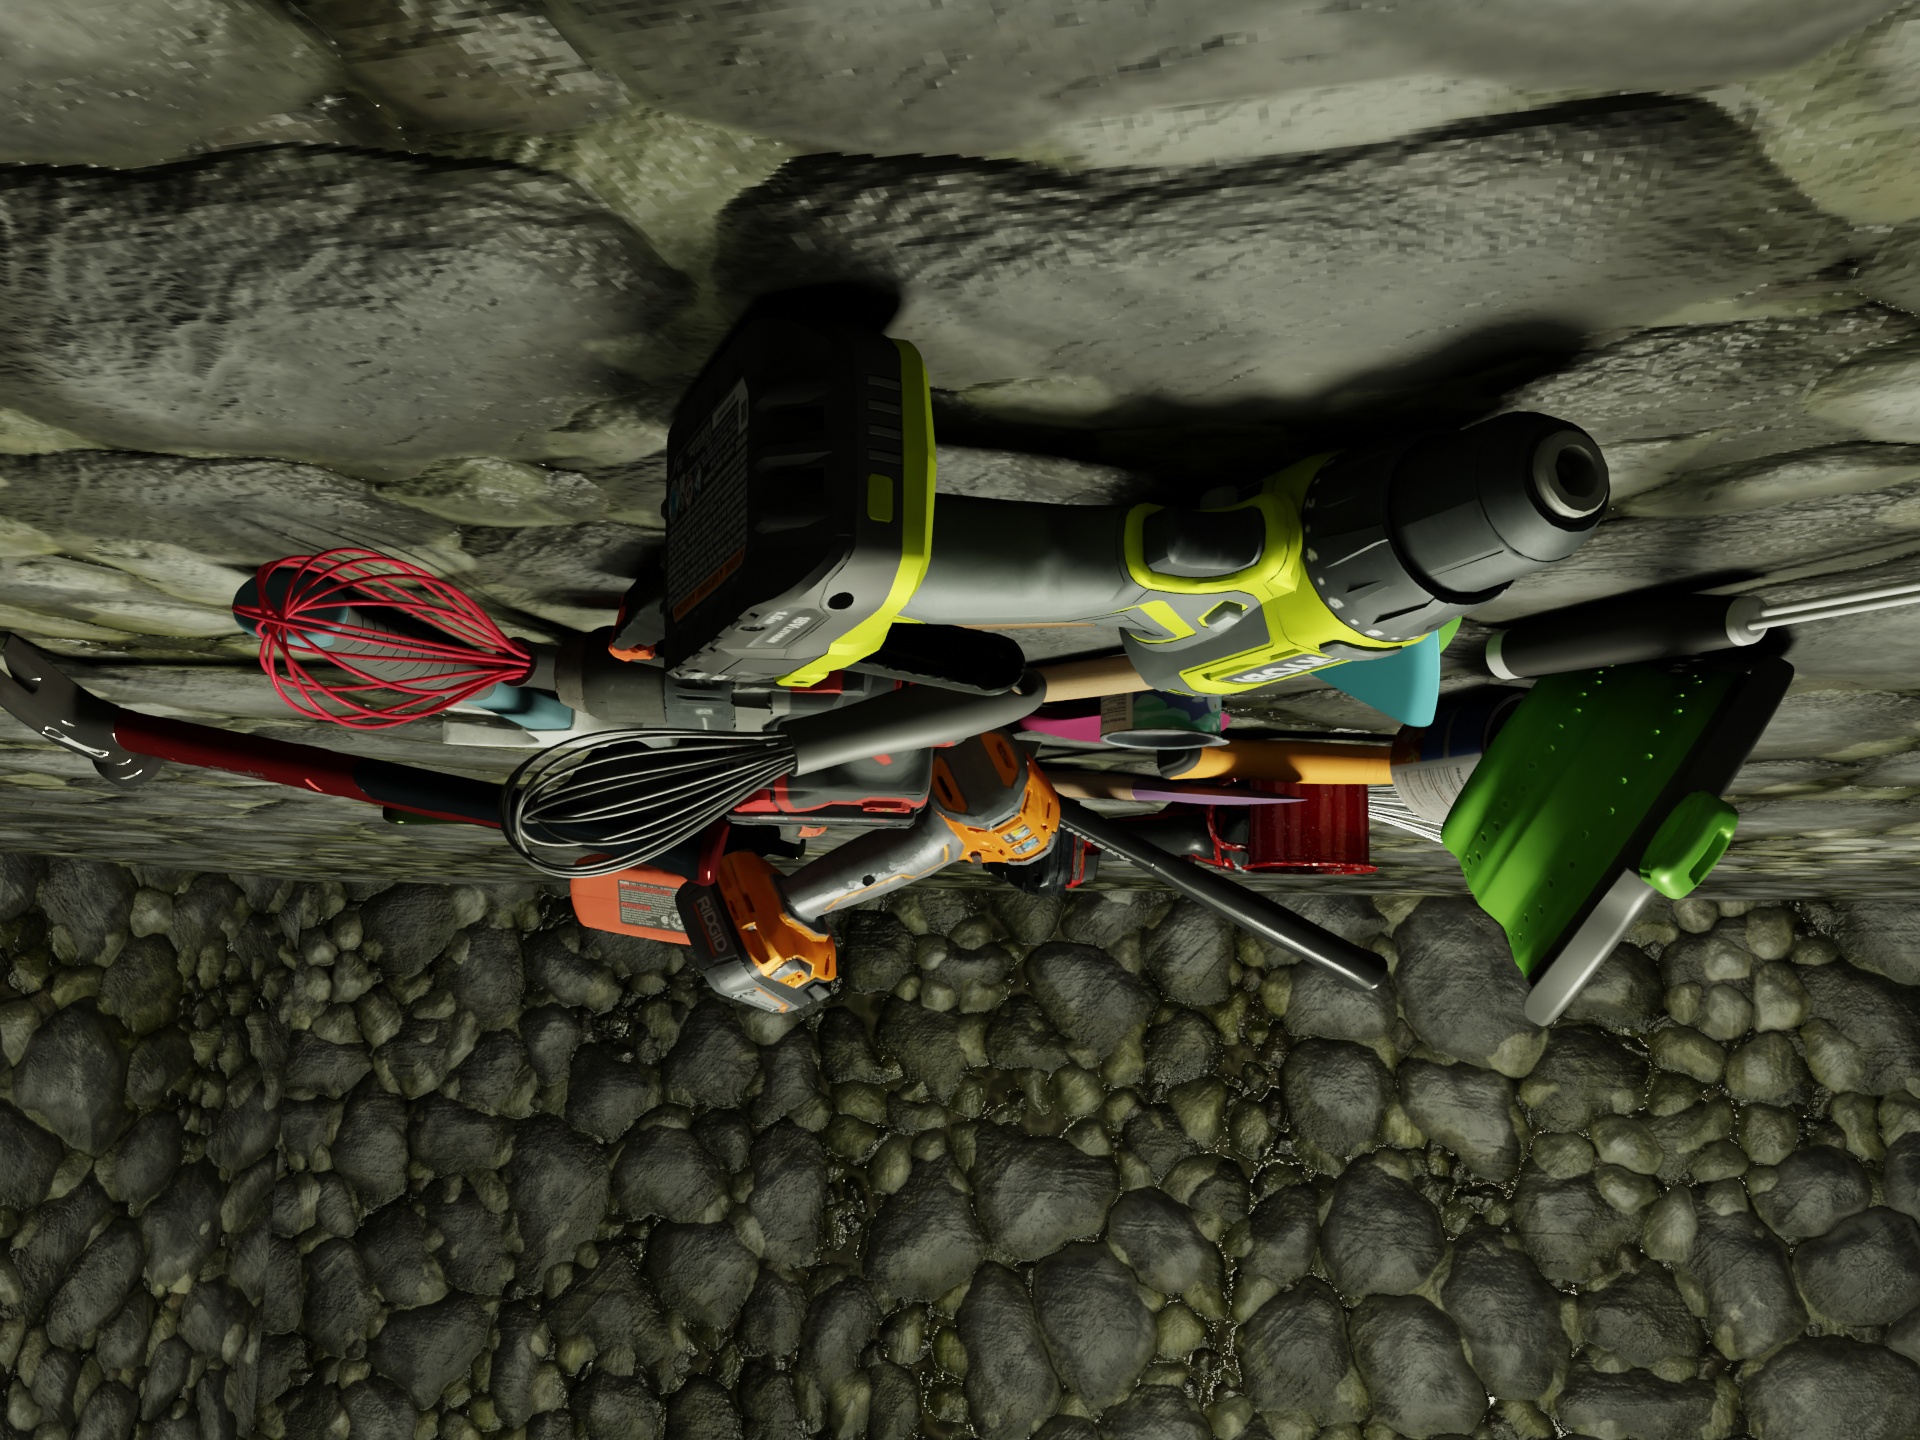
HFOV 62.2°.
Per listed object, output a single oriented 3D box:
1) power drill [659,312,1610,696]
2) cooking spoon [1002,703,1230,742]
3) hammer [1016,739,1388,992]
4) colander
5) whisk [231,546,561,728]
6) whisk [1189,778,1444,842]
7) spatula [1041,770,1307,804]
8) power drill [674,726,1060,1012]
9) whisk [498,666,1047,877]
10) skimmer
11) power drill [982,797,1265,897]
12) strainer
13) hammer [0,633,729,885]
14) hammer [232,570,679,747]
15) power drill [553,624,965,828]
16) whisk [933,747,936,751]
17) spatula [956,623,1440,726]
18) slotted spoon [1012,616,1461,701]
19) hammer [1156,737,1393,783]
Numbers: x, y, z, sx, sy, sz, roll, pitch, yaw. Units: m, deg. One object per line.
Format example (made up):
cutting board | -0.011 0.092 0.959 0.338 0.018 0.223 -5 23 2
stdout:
power drill | 0.043 -0.053 0.453 0.228 0.080 0.190 3 171 -23
cooking spoon | -0.001 -0.003 0.940 0.319 0.017 0.068 1 164 1
hammer | 0.150 0.104 1.113 0.334 0.035 0.146 28 166 -5
colander | 0.270 0.032 0.691 0.094 0.204 0.397 35 -172 19
whisk | -0.210 -0.028 0.715 0.073 0.073 0.295 -1 177 17
whisk | 0.309 0.062 1.175 0.284 0.070 0.070 7 170 -3
spatula | 0.109 0.047 1.124 0.059 0.018 0.316 4 179 -42
power drill | -0.042 0.094 0.981 0.226 0.084 0.164 -30 157 6
whisk | -0.067 0.013 0.643 0.239 0.055 0.055 -15 178 -25
skimmer | 0.345 -0.018 0.565 0.127 0.090 0.363 -29 -170 -29
power drill | 0.134 0.088 1.274 0.219 0.078 0.143 0 -173 -22
strainer | -0.228 0.035 0.997 0.256 0.069 0.152 3 -164 -37
hammer | -0.318 0.029 0.862 0.386 0.038 0.143 11 158 5
hammer | -0.258 -0.022 0.823 0.128 0.033 0.331 -1 170 9
power drill | -0.092 -0.002 0.793 0.188 0.080 0.226 2 168 -4
whisk | -0.074 0.045 1.180 0.047 0.051 0.245 14 162 -33
spatula | 0.028 -0.038 0.640 0.317 0.044 0.082 1 147 16
slotted spoon | 0.096 -0.024 0.773 0.070 0.031 0.314 12 168 -42
hammer | 0.295 0.030 1.043 0.337 0.034 0.127 2 170 -4
